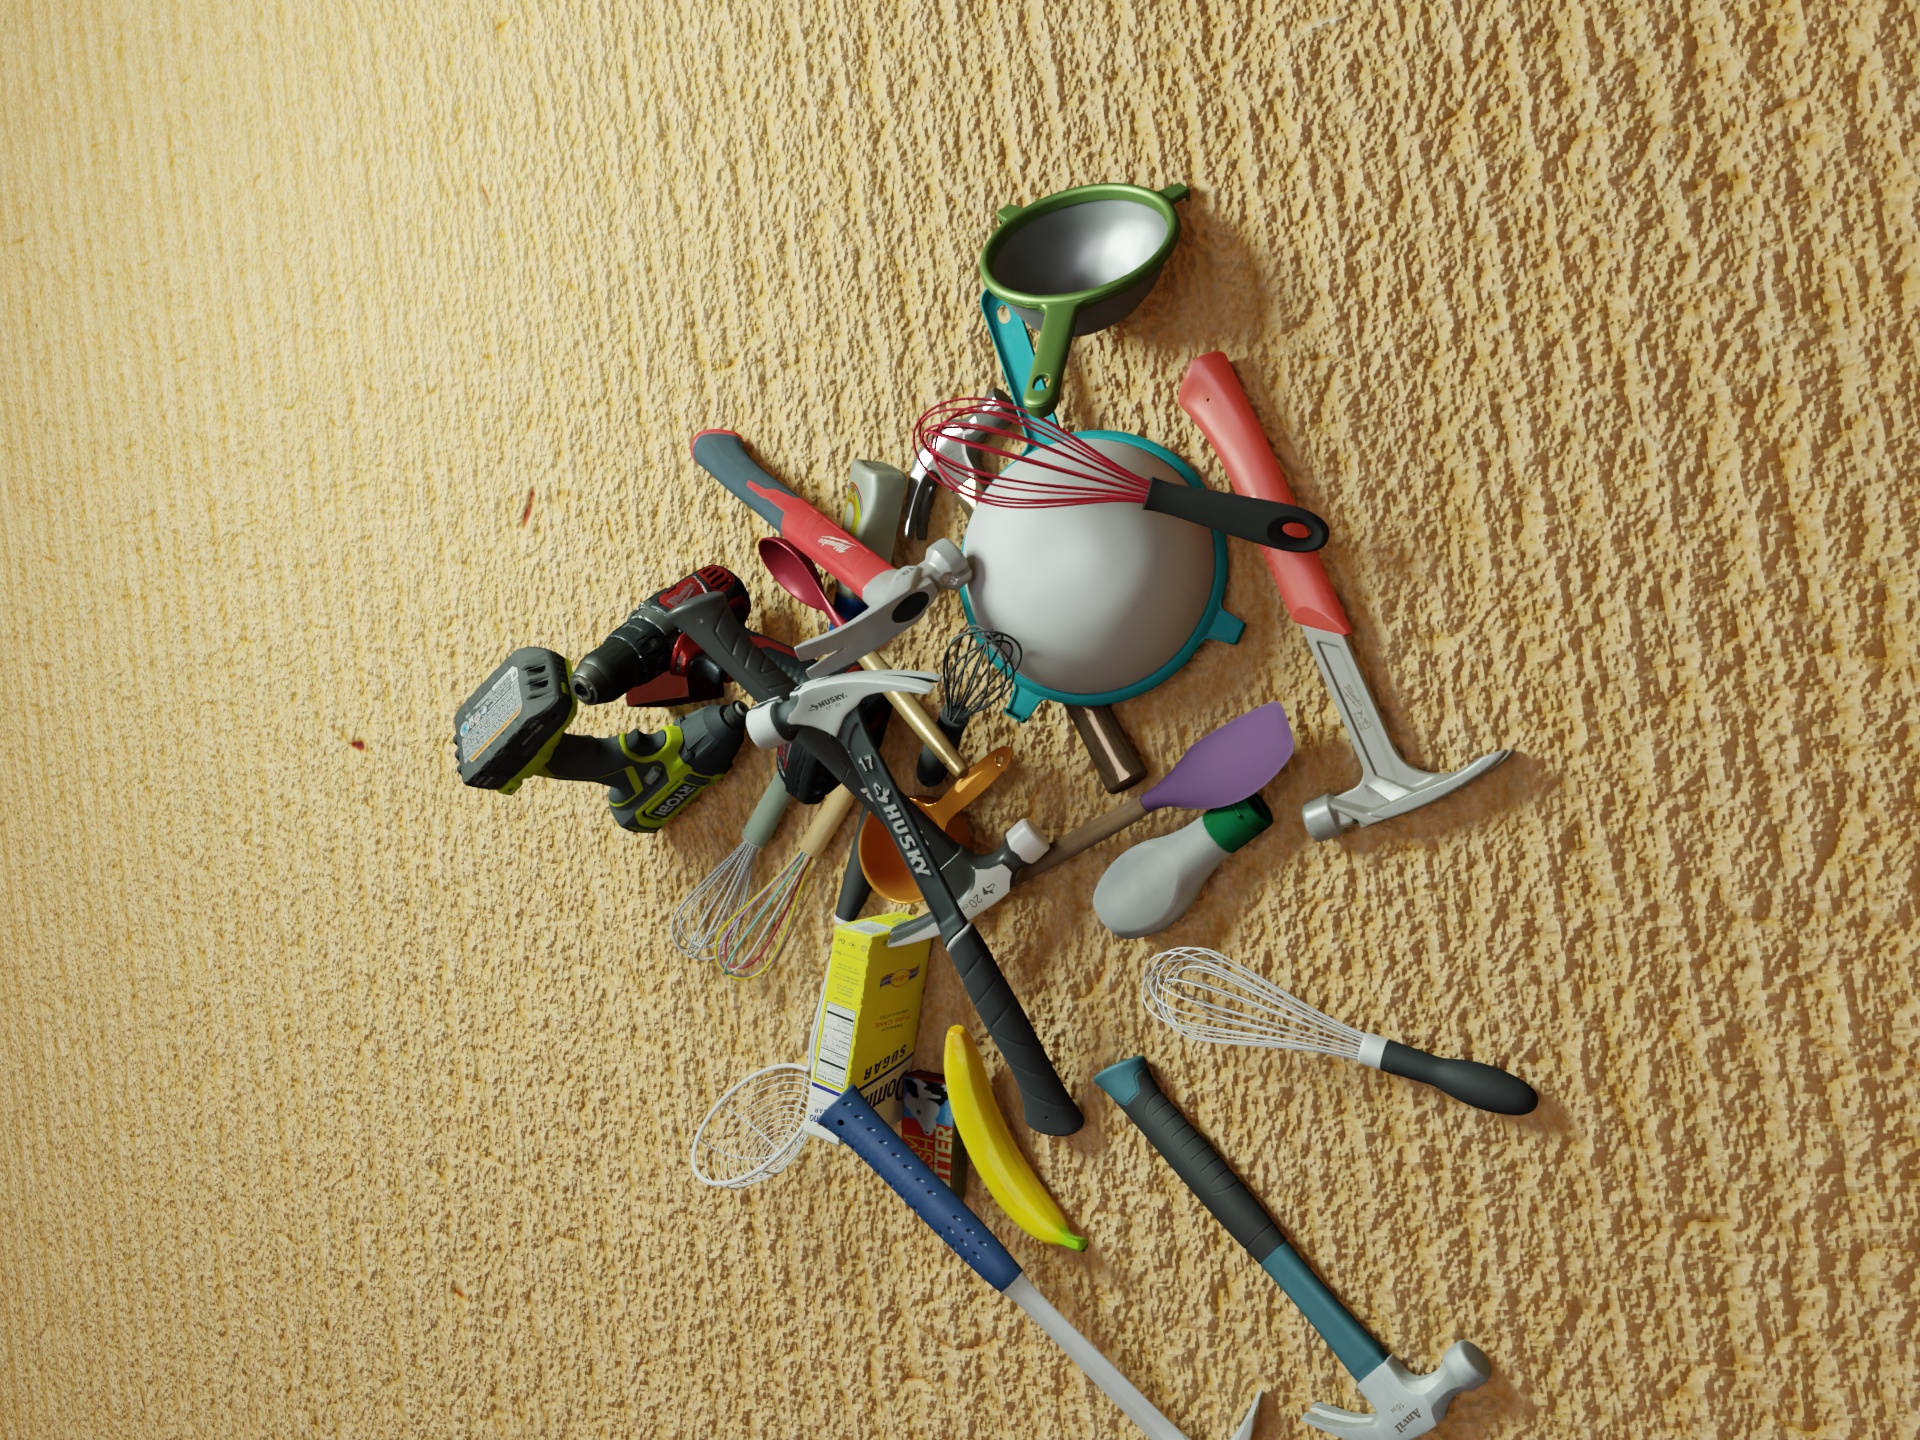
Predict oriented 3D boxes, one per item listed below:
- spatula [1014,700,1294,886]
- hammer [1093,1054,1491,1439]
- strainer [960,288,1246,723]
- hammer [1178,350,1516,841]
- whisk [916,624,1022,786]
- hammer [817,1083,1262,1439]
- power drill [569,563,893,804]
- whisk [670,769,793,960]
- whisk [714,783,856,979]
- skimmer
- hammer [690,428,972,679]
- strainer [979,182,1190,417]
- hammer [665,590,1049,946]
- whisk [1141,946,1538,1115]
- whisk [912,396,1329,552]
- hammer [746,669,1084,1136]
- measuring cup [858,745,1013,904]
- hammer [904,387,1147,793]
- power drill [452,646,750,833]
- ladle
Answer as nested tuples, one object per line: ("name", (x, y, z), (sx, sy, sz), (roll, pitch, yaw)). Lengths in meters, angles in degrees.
("spatula", (0.122, 0.075, 1.201), (0.316, 0.018, 0.060), (-32, 57, 36))
("hammer", (0.218, 0.374, 1.155), (0.331, 0.033, 0.128), (48, 113, 23))
("strainer", (0.066, -0.179, 1.182), (0.211, 0.095, 0.340), (-20, 81, 18))
("hammer", (0.250, -0.103, 1.126), (0.149, 0.036, 0.359), (-28, 76, 30))
("whisk", (-0.001, -0.005, 1.221), (0.055, 0.055, 0.238), (59, 155, 18))
("hammer", (0.051, 0.431, 1.210), (0.405, 0.035, 0.144), (43, 112, 10))
("power drill", (-0.186, -0.027, 1.305), (0.227, 0.188, 0.080), (32, 134, 15))
("whisk", (-0.186, 0.113, 1.410), (0.059, 0.058, 0.246), (29, 106, -7))
("whisk", (-0.146, 0.128, 1.381), (0.047, 0.051, 0.245), (41, 108, 27))
("skimmer", (-0.140, 0.223, 1.351), (0.127, 0.090, 0.363), (31, 107, 62))
("hammer", (-0.146, -0.155, 1.287), (0.143, 0.038, 0.387), (-35, 40, -13))
("strainer", (0.084, -0.292, 1.158), (0.151, 0.069, 0.257), (-1, 51, 19))
("hammer", (-0.097, 0.030, 1.218), (0.146, 0.035, 0.334), (-43, 100, 12))
("whisk", (0.259, 0.223, 1.116), (0.285, 0.070, 0.070), (15, 99, 27))
("whisk", (0.110, -0.162, 1.095), (0.296, 0.073, 0.073), (15, 100, 1))
("hammer", (-0.005, 0.144, 1.195), (0.149, 0.036, 0.408), (-20, 106, 25))
("measuring cup", (-0.006, 0.077, 1.286), (0.173, 0.052, 0.095), (-44, 68, 23))
("hammer", (0.055, -0.092, 1.255), (0.130, 0.031, 0.331), (-35, 73, 28))
("power drill", (-0.304, 0.017, 1.376), (0.171, 0.223, 0.080), (-40, 53, 28))
("ladle", (-0.078, -0.055, 1.265), (0.031, 0.069, 0.316), (-30, 51, -13))
